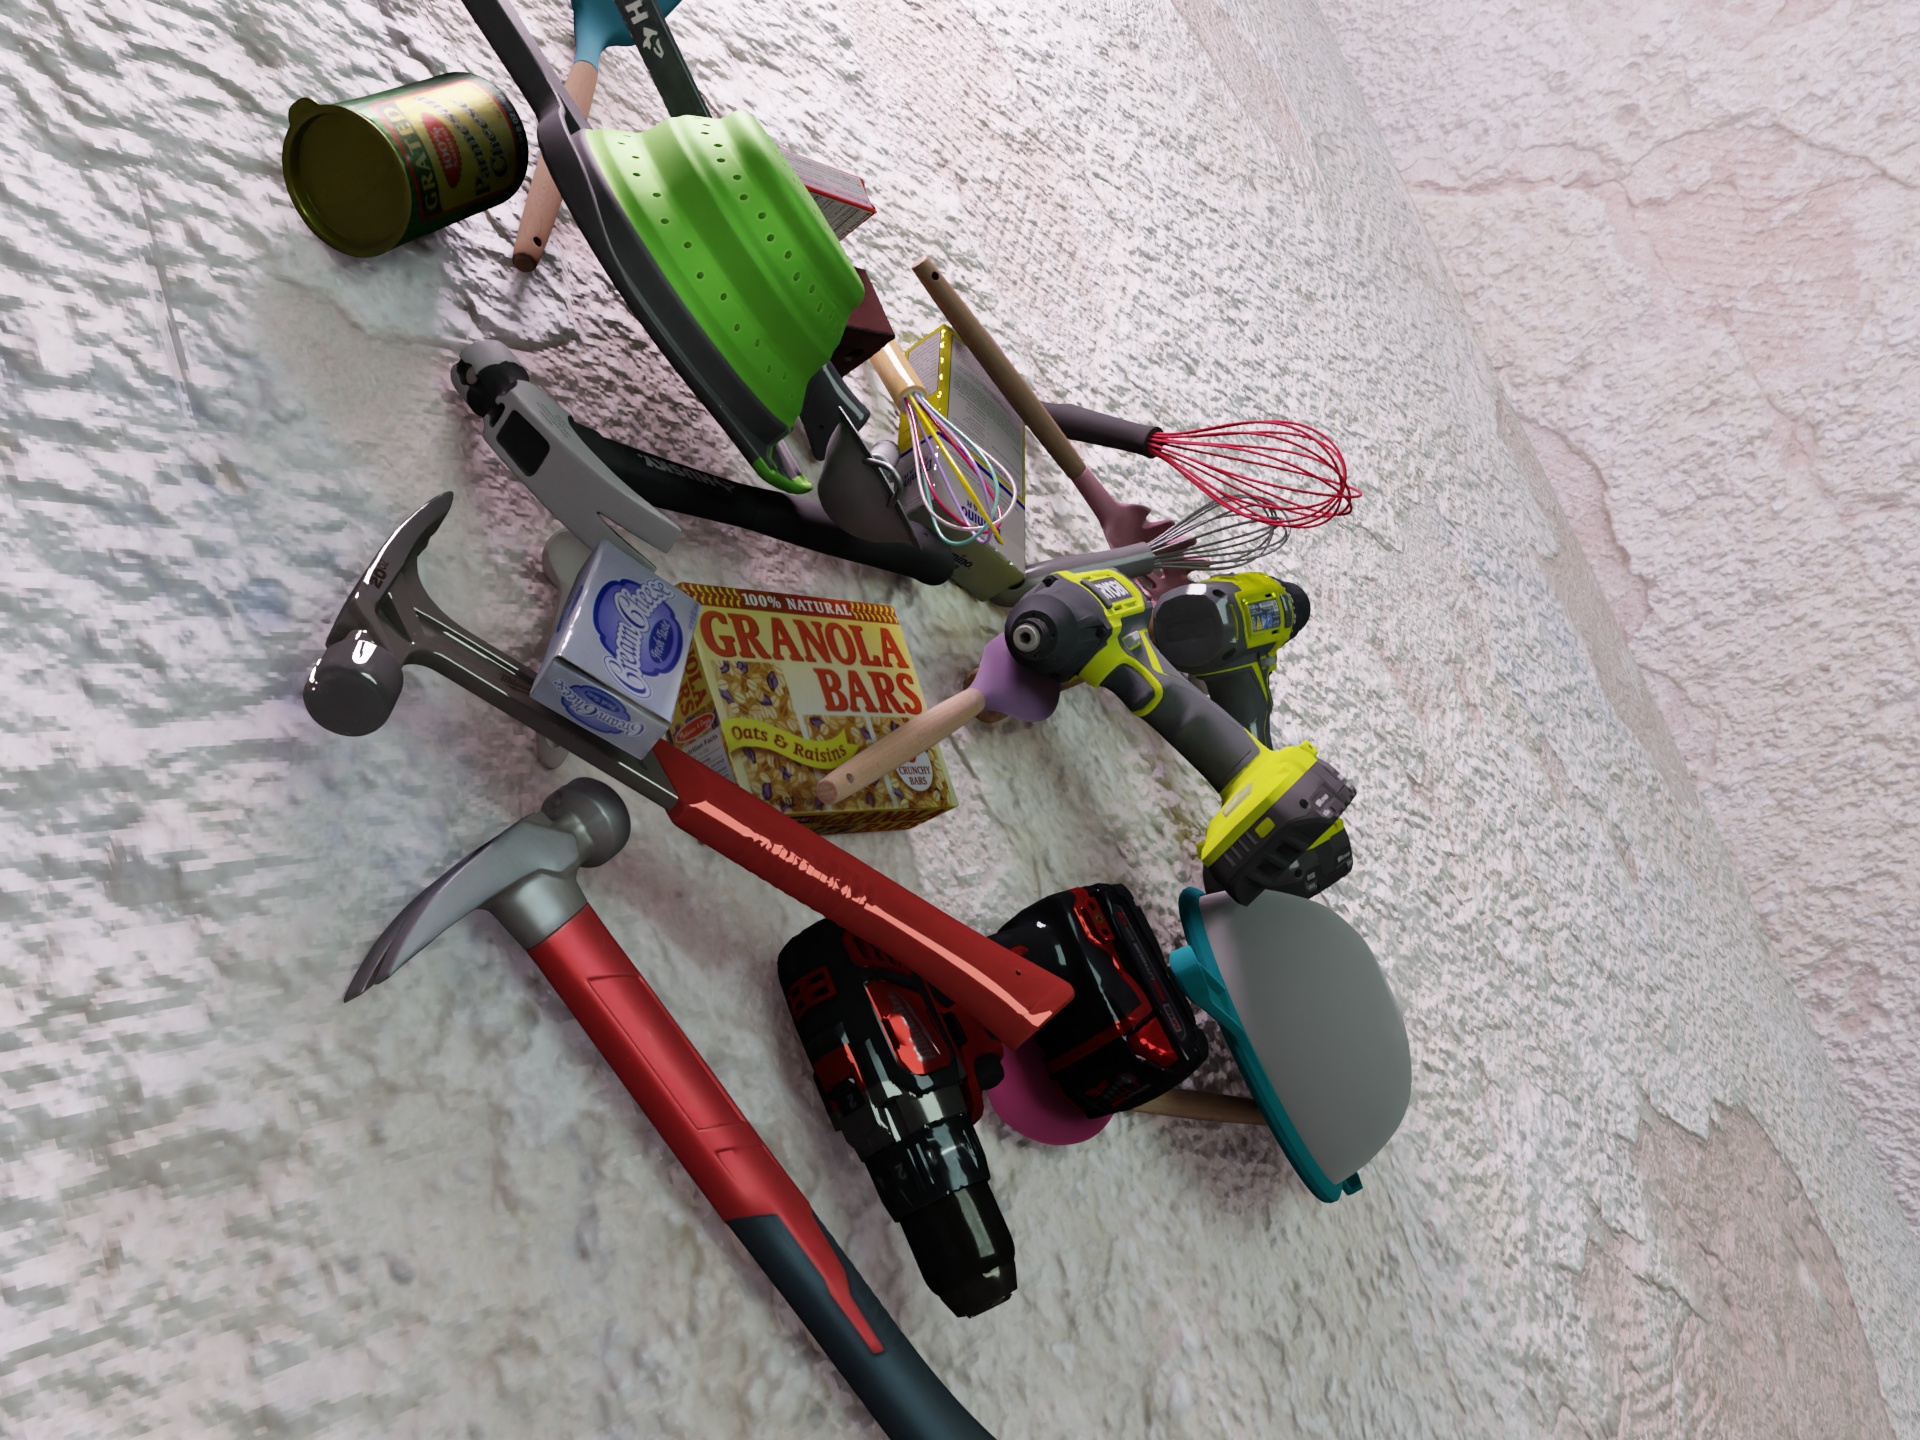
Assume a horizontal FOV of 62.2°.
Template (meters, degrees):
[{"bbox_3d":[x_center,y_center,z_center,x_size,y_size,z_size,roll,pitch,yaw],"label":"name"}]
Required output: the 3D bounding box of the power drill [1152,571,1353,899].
[{"bbox_3d":[0.217,0.005,1.138,0.190,0.080,0.228,-14,94,-57],"label":"power drill"}]

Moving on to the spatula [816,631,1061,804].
[{"bbox_3d":[-0.001,-0.003,0.882,0.060,0.018,0.316,61,27,-1],"label":"spatula"}]

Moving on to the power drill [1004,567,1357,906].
[{"bbox_3d":[0.125,0.000,0.962,0.223,0.080,0.171,45,22,10],"label":"power drill"}]

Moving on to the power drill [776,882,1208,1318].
[{"bbox_3d":[0.026,0.175,0.787,0.226,0.080,0.188,-3,61,-49],"label":"power drill"}]

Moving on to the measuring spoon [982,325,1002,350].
[{"bbox_3d":[0.001,-0.276,1.139,0.042,0.021,0.128,51,15,2],"label":"measuring spoon"}]

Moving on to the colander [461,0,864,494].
[{"bbox_3d":[-0.158,-0.305,0.804,0.397,0.094,0.204,57,7,-1],"label":"colander"}]

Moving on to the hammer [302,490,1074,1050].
[{"bbox_3d":[-0.098,0.038,0.689,0.358,0.036,0.149,34,26,-20],"label":"hammer"}]

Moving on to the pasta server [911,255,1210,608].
[{"bbox_3d":[0.071,-0.193,1.103,0.060,0.040,0.316,-50,116,-19],"label":"pasta server"}]

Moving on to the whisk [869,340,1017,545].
[{"bbox_3d":[-0.022,-0.185,0.992,0.047,0.051,0.245,17,32,-38],"label":"whisk"}]

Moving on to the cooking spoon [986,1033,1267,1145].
[{"bbox_3d":[0.114,0.225,0.943,0.318,0.017,0.069,20,44,-46],"label":"cooking spoon"}]

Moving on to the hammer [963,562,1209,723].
[{"bbox_3d":[0.094,-0.051,1.113,0.331,0.031,0.130,-22,84,-57],"label":"hammer"}]

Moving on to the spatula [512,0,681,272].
[{"bbox_3d":[-0.214,-0.365,0.912,0.082,0.044,0.318,39,39,-38],"label":"spatula"}]

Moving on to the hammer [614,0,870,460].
[{"bbox_3d":[-0.152,-0.328,0.877,0.408,0.149,0.036,65,32,-26],"label":"hammer"}]

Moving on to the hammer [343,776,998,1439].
[{"bbox_3d":[-0.087,0.212,0.654,0.386,0.038,0.143,56,34,-9],"label":"hammer"}]

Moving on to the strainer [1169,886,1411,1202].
[{"bbox_3d":[0.201,0.163,0.938,0.340,0.095,0.211,44,23,-62],"label":"strainer"}]

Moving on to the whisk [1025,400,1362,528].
[{"bbox_3d":[0.151,-0.192,1.117,0.073,0.296,0.073,-23,124,-39],"label":"whisk"}]

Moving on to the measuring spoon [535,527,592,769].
[{"bbox_3d":[-0.185,-0.032,0.731,0.034,0.018,0.124,28,52,-42],"label":"measuring spoon"}]

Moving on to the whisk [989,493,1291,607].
[{"bbox_3d":[0.125,-0.115,1.098,0.239,0.055,0.055,-16,77,-22],"label":"whisk"}]

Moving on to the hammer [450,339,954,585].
[{"bbox_3d":[-0.104,-0.109,0.848,0.146,0.035,0.334,48,21,26],"label":"hammer"}]

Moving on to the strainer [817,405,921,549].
[{"bbox_3d":[-0.050,-0.141,0.910,0.087,0.050,0.258,60,8,-12],"label":"strainer"}]
